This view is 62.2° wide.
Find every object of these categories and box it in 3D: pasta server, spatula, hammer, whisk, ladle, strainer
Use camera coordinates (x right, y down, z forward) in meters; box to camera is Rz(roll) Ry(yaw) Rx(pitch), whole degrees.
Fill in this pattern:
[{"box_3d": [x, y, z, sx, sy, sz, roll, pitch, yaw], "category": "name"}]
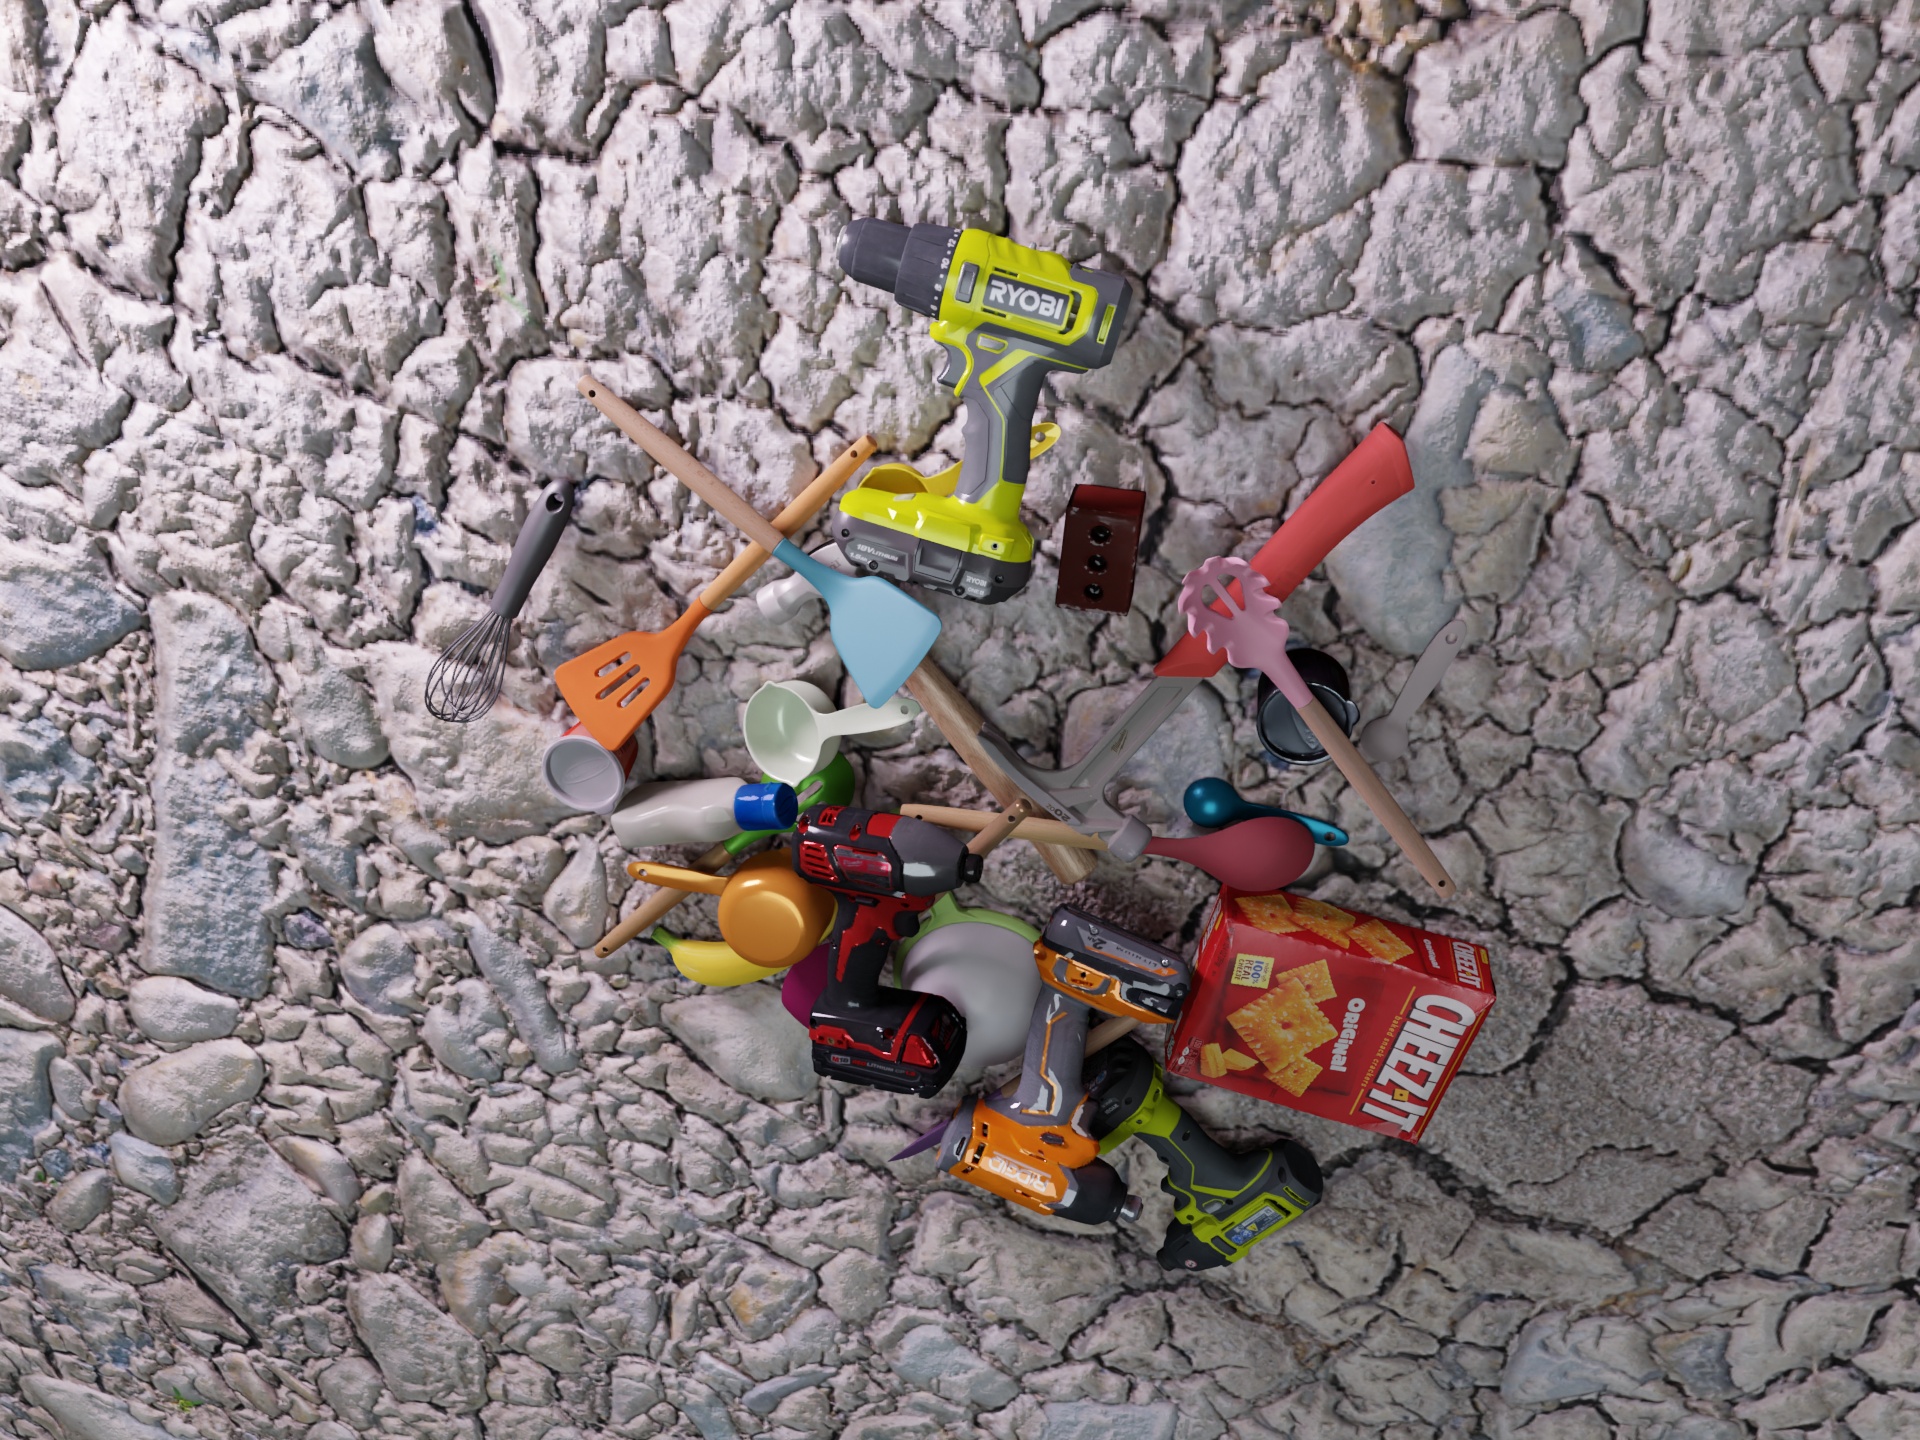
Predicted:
[{"box_3d": [0.251, 0.010, 1.085, 0.060, 0.040, 0.316, -36, 107, 14], "category": "pasta server"}, {"box_3d": [0.059, 0.304, 1.348, 0.316, 0.059, 0.018, -38, 66, 27], "category": "spatula"}, {"box_3d": [-0.177, -0.101, 1.177, 0.322, 0.041, 0.081, -40, 82, 25], "category": "spatula"}, {"box_3d": [-0.150, -0.140, 1.123, 0.317, 0.044, 0.082, 40, 109, 1], "category": "spatula"}, {"box_3d": [-0.002, -0.004, 1.201, 0.130, 0.031, 0.331, -31, 109, 25], "category": "hammer"}, {"box_3d": [-0.352, -0.088, 1.220, 0.055, 0.055, 0.239, 31, 115, -7], "category": "whisk"}, {"box_3d": [0.111, 0.088, 1.203, 0.315, 0.031, 0.069, 7, 121, 3], "category": "ladle"}, {"box_3d": [0.172, -0.066, 1.107, 0.149, 0.037, 0.359, 39, 112, -3], "category": "hammer"}, {"box_3d": [-0.007, 0.190, 1.286, 0.151, 0.069, 0.256, -16, 116, 19], "category": "strainer"}]

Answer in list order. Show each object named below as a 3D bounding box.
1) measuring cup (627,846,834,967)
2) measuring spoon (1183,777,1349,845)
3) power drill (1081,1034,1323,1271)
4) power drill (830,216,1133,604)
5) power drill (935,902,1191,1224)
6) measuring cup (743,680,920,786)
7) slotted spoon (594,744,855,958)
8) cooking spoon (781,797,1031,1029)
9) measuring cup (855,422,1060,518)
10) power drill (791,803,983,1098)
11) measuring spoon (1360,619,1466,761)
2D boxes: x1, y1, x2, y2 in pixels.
[{"box_3d": [-0.190, 0.146, 1.272, 0.173, 0.052, 0.095, 11, 113, 4], "category": "measuring cup"}, {"box_3d": [0.231, 0.078, 1.203, 0.128, 0.021, 0.042, 15, 120, 5], "category": "measuring spoon"}, {"box_3d": [0.171, 0.378, 1.353, 0.223, 0.080, 0.171, 38, 118, -14], "category": "power drill"}, {"box_3d": [-0.008, -0.208, 1.049, 0.190, 0.080, 0.228, 16, 107, 1], "category": "power drill"}, {"box_3d": [0.097, 0.275, 1.234, 0.164, 0.084, 0.226, 24, 91, 2], "category": "power drill"}, {"box_3d": [-0.089, 0.000, 1.191, 0.167, 0.038, 0.083, -10, 96, 34], "category": "measuring cup"}, {"box_3d": [-0.205, 0.119, 1.313, 0.313, 0.031, 0.070, -38, 101, 28], "category": "slotted spoon"}, {"box_3d": [-0.046, 0.157, 1.253, 0.069, 0.017, 0.318, 43, 123, -2], "category": "cooking spoon"}, {"box_3d": [-0.002, -0.174, 1.117, 0.156, 0.029, 0.062, -24, 108, 9], "category": "measuring cup"}, {"box_3d": [-0.051, 0.171, 1.210, 0.143, 0.078, 0.219, 7, 116, 17], "category": "power drill"}, {"box_3d": [0.326, -0.019, 1.134, 0.034, 0.018, 0.124, 24, 120, -2], "category": "measuring spoon"}]
